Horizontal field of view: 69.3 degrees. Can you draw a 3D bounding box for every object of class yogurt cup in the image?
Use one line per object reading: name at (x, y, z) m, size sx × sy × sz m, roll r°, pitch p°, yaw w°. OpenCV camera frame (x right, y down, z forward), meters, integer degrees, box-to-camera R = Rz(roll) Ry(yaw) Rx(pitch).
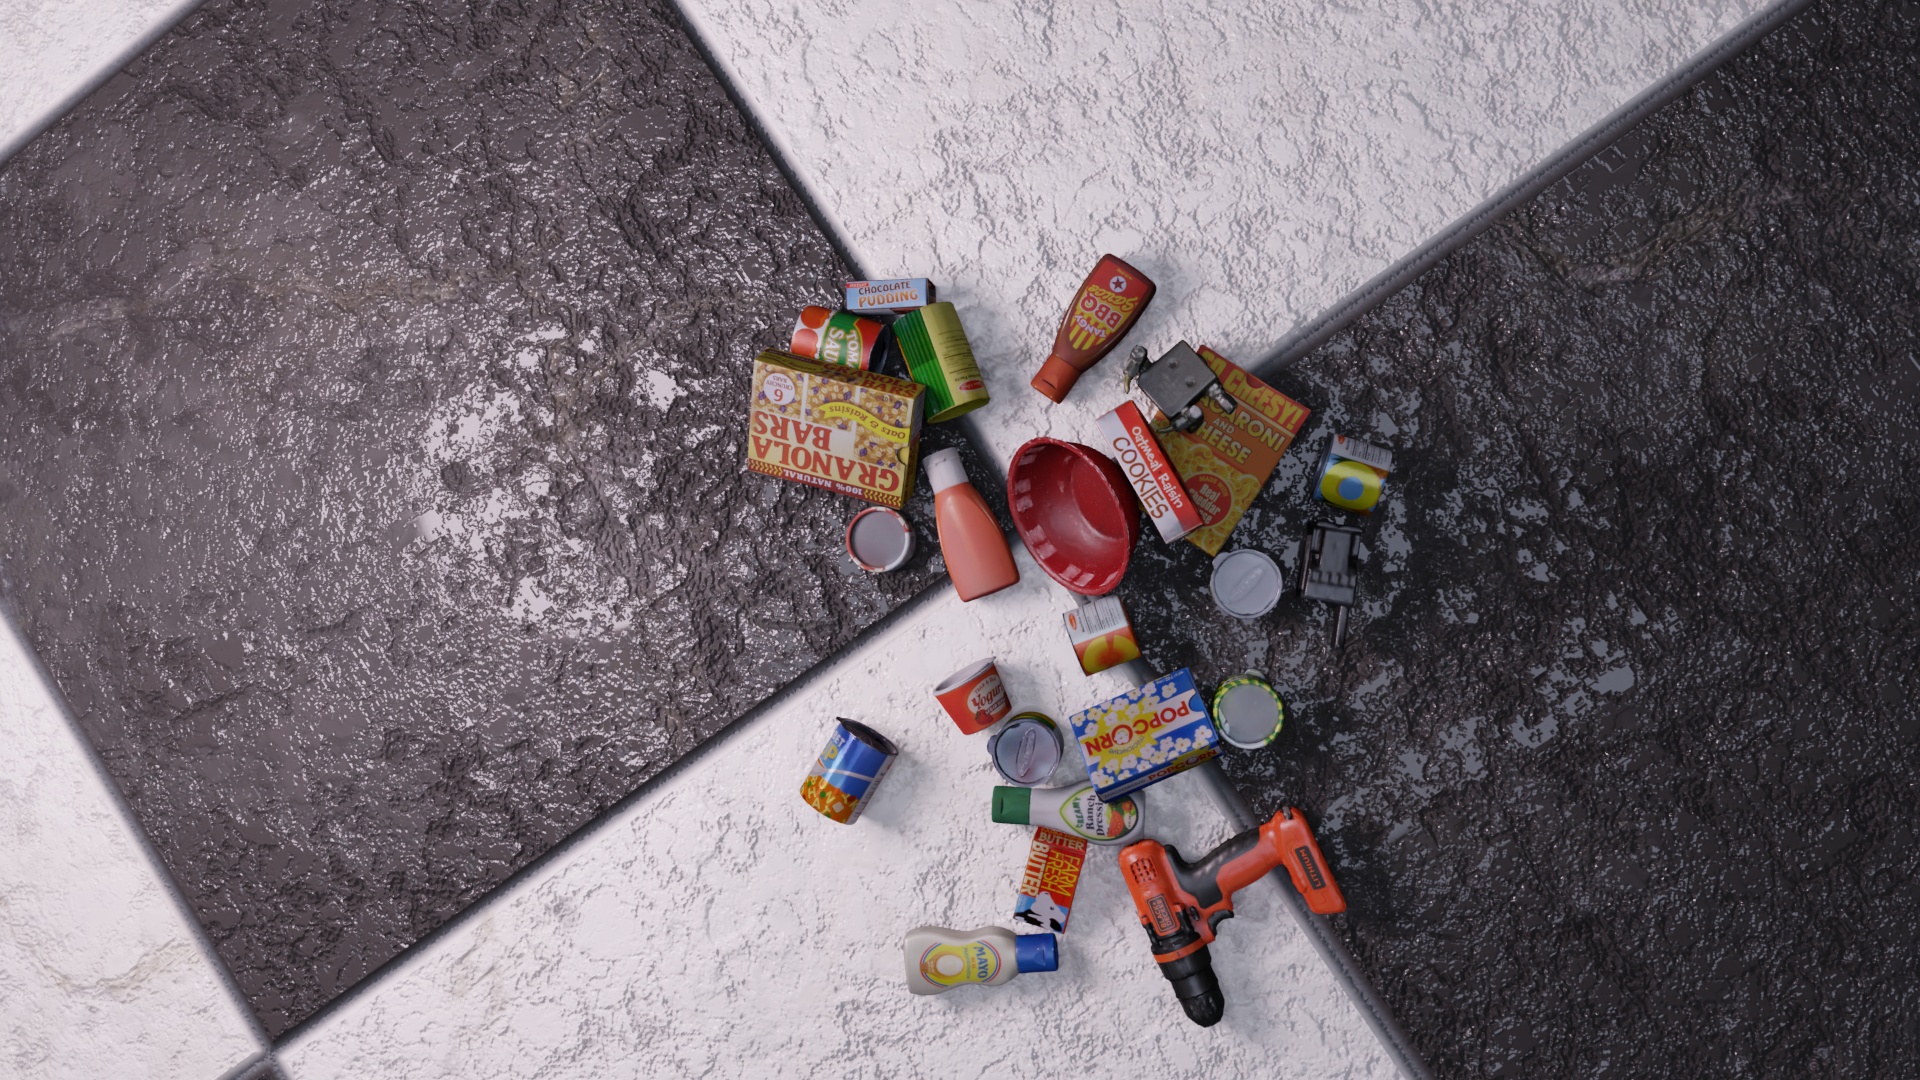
yogurt cup at (0.014, 0.154, 1.354) m, size 0.072 × 0.072 × 0.054 m, roll -29°, pitch 94°, yaw 7°

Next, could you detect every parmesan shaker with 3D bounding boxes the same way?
parmesan shaker at (-0.018, -0.175, 1.365) m, size 0.071 × 0.071 × 0.103 m, roll -21°, pitch 85°, yaw 7°

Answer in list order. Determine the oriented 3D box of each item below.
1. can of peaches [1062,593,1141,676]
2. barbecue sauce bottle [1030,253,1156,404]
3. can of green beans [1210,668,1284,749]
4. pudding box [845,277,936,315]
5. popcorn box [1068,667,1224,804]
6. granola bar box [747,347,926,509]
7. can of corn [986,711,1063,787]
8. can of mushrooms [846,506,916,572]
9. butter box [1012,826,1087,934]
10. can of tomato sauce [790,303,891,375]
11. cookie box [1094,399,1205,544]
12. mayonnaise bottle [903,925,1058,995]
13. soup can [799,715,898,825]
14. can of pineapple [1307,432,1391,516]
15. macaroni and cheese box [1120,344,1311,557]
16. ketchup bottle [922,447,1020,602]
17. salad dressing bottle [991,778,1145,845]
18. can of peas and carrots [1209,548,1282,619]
can of peaches at (0.137, 0.092, 1.338) m, size 0.058 × 0.071 × 0.071 m, roll -22°, pitch 86°, yaw 7°
barbecue sauce bottle at (0.125, -0.203, 1.354) m, size 0.065 × 0.043 × 0.148 m, roll 36°, pitch 94°, yaw 7°
can of green beans at (0.272, 0.161, 1.319) m, size 0.071 × 0.058 × 0.071 m, roll 0°, pitch 89°, yaw 8°
pudding box at (-0.068, -0.241, 1.379) m, size 0.084 × 0.050 × 0.030 m, roll -1°, pitch 90°, yaw 9°
popcorn box at (0.176, 0.186, 1.323) m, size 0.126 × 0.038 × 0.085 m, roll -24°, pitch 51°, yaw 7°
granola bar box at (-0.124, -0.109, 1.361) m, size 0.166 × 0.039 × 0.123 m, roll 15°, pitch 122°, yaw 10°
can of corn at (0.064, 0.201, 1.348) m, size 0.071 × 0.058 × 0.071 m, roll 0°, pitch 89°, yaw 8°
can of mushrooms at (-0.081, -0.002, 1.385) m, size 0.071 × 0.033 × 0.071 m, roll 0°, pitch 90°, yaw 8°
butter box at (0.087, 0.328, 1.340) m, size 0.053 × 0.024 × 0.103 m, roll 15°, pitch 116°, yaw 7°
can of tomato sauce at (-0.119, -0.192, 1.375) m, size 0.083 × 0.071 × 0.071 m, roll 17°, pitch 92°, yaw 9°
cookie box at (0.172, -0.058, 1.241) m, size 0.040 × 0.167 × 0.123 m, roll -31°, pitch 85°, yaw 8°
mayonnaise bottle at (0.020, 0.407, 1.359) m, size 0.148 × 0.041 × 0.064 m, roll -7°, pitch 88°, yaw 9°
soup can at (-0.113, 0.226, 1.369) m, size 0.071 × 0.071 × 0.083 m, roll 32°, pitch 94°, yaw 7°
can of pineapple at (0.366, -0.060, 1.307) m, size 0.058 × 0.071 × 0.071 m, roll 18°, pitch 92°, yaw 8°
macaroni and cheese box at (0.239, -0.086, 1.337) m, size 0.124 × 0.040 × 0.166 m, roll 33°, pitch 94°, yaw 8°
ketchup bottle at (0.005, -0.017, 1.368) m, size 0.065 × 0.043 × 0.149 m, roll -21°, pitch 86°, yaw 6°
salad dressing bottle at (0.105, 0.261, 1.348) m, size 0.148 × 0.044 × 0.064 m, roll 2°, pitch 84°, yaw 8°
can of peas and carrots at (0.269, 0.039, 1.321) m, size 0.071 × 0.059 × 0.071 m, roll 0°, pitch 89°, yaw 9°
